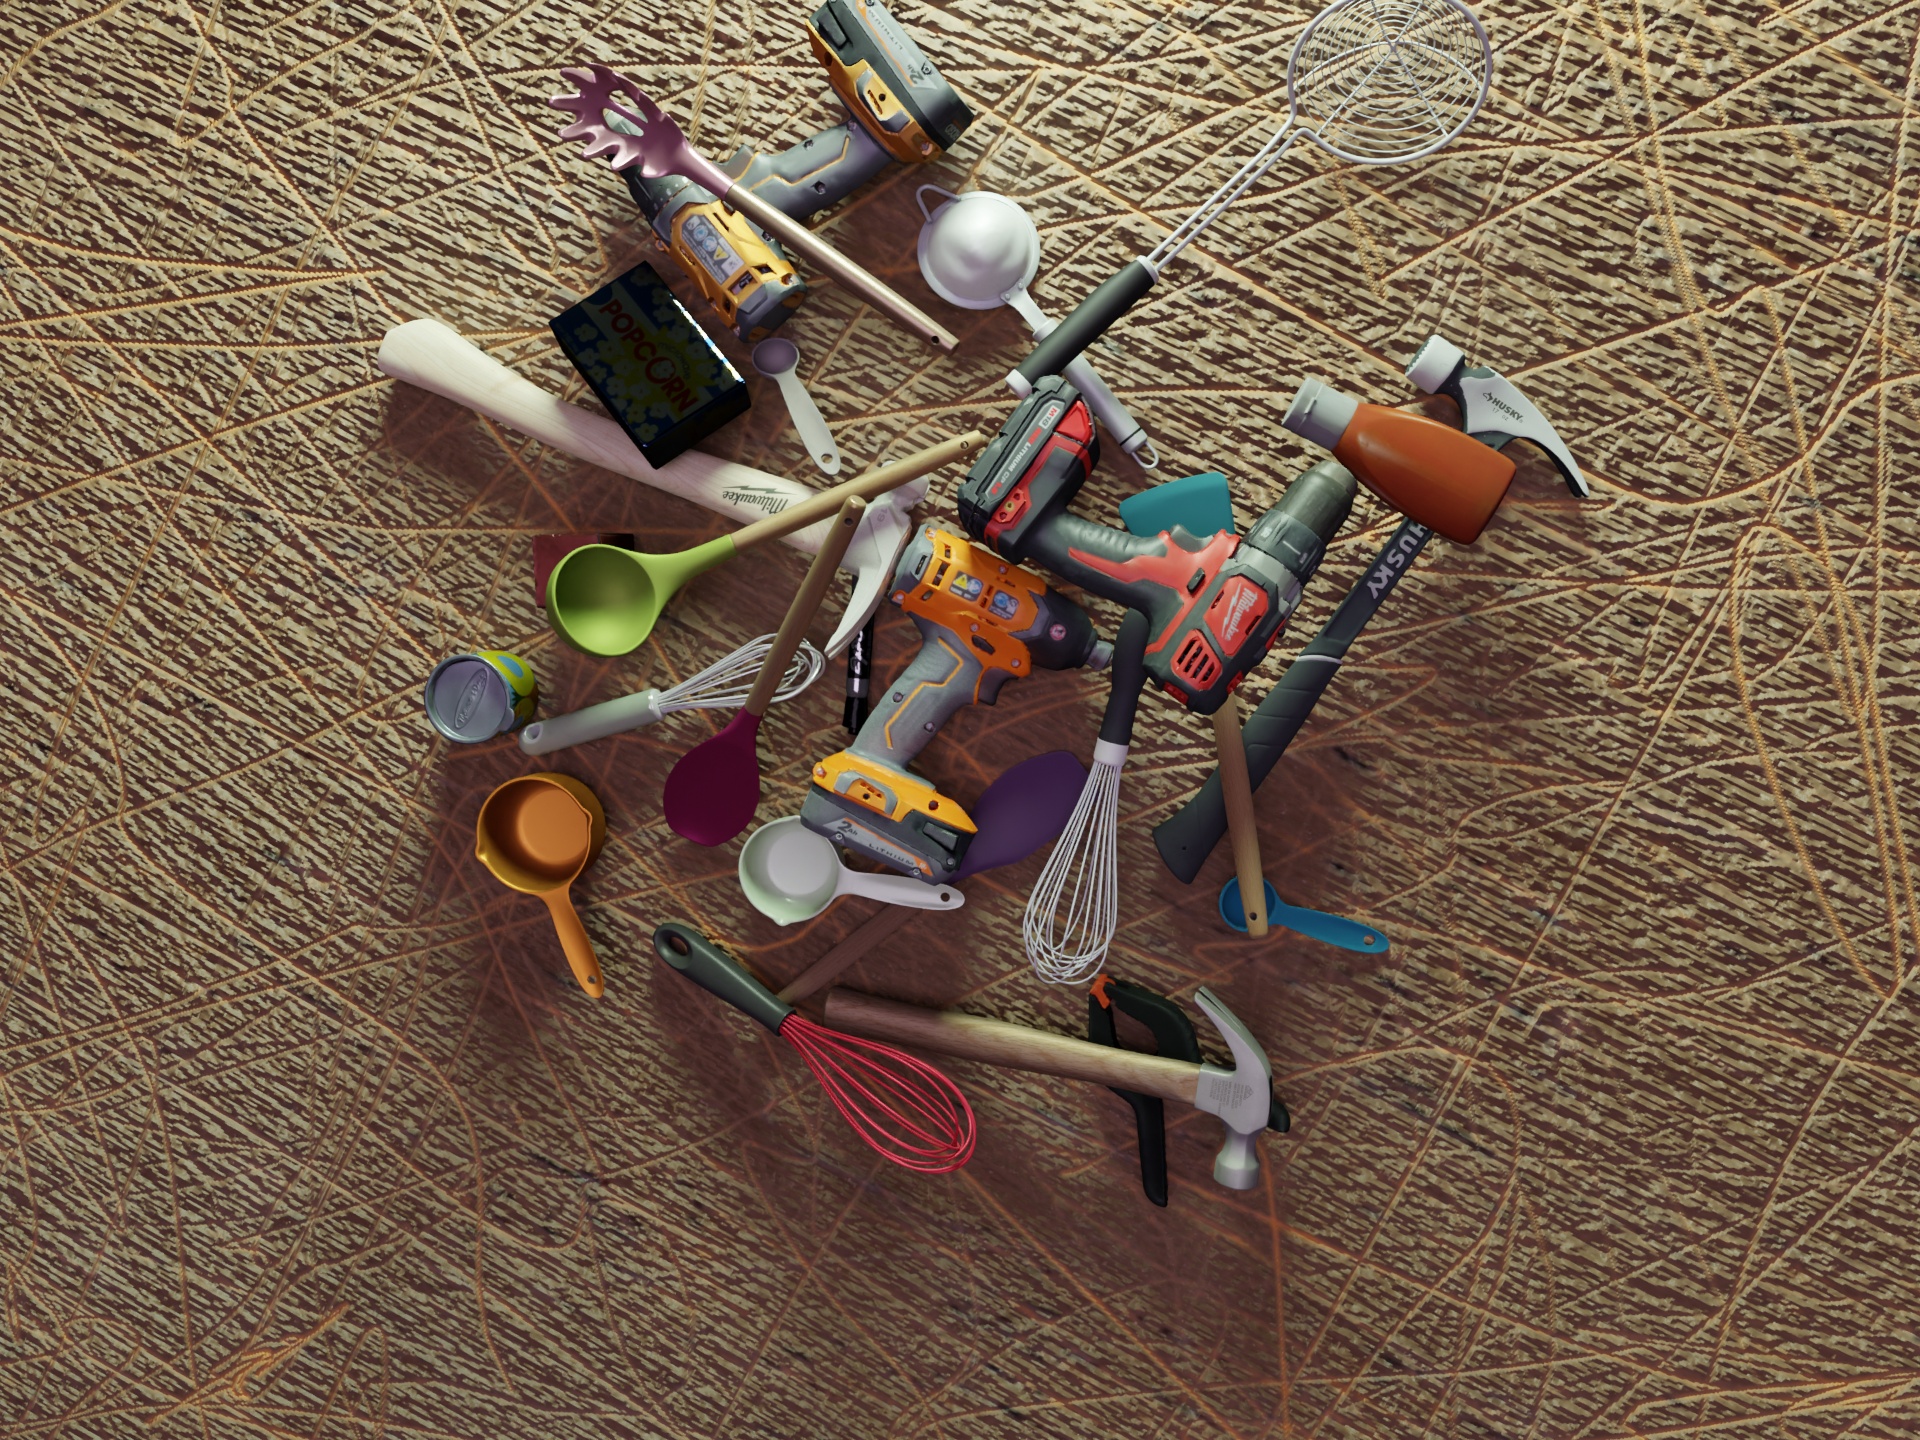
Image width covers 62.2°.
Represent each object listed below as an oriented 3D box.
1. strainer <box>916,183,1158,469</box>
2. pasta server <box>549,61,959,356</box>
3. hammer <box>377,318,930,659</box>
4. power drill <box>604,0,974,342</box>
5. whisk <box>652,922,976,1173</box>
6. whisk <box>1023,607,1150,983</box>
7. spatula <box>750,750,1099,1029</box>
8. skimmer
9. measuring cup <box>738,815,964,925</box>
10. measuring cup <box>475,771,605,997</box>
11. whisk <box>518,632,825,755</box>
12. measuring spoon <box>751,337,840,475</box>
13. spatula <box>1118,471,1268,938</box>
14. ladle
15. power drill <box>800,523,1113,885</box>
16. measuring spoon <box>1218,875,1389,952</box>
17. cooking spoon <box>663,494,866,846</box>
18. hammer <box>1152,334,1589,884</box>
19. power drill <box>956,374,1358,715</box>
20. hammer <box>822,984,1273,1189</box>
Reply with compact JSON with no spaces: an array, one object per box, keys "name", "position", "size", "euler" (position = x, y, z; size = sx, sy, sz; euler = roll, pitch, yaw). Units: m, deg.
[{"name":"strainer","position":[0.056,-0.279,1.110],"size":[0.087,0.050,0.258],"euler":[-40,94,-5]},{"name":"pasta server","position":[-0.134,-0.335,1.058],"size":[0.316,0.040,0.060],"euler":[36,121,3]},{"name":"hammer","position":[-0.236,-0.183,1.145],"size":[0.410,0.038,0.146],"euler":[23,83,7]},{"name":"power drill","position":[-0.128,-0.403,1.101],"size":[0.226,0.084,0.185],"euler":[-40,90,14]},{"name":"whisk","position":[-0.112,0.230,1.151],"size":[0.296,0.073,0.073],"euler":[31,99,21]},{"name":"whisk","position":[0.099,0.053,1.121],"size":[0.070,0.070,0.284],"euler":[14,100,6]},{"name":"spatula","position":[-0.034,0.130,1.175],"size":[0.316,0.018,0.060],"euler":[-39,84,8]},{"name":"skimmer","position":[0.181,-0.332,1.046],"size":[0.363,0.090,0.127],"euler":[-42,126,4]},{"name":"measuring cup","position":[-0.078,0.115,1.169],"size":[0.167,0.038,0.083],"euler":[9,97,5]},{"name":"measuring cup","position":[-0.295,0.121,1.191],"size":[0.095,0.052,0.173],"euler":[-19,95,9]},{"name":"whisk","position":[-0.215,-0.014,1.172],"size":[0.246,0.059,0.058],"euler":[-15,57,12]},{"name":"measuring spoon","position":[-0.114,-0.220,1.128],"size":[0.034,0.018,0.124],"euler":[-22,69,-12]},{"name":"spatula","position":[0.175,-0.009,1.093],"size":[0.082,0.044,0.318],"euler":[-14,76,29]},{"name":"ladle","position":[-0.130,-0.130,1.085],"size":[0.320,0.062,0.078],"euler":[-24,100,-2]},{"name":"power drill","position":[-0.002,-0.004,1.119],"size":[0.164,0.084,0.226],"euler":[25,92,-4]},{"name":"measuring spoon","position":[0.246,0.142,1.145],"size":[0.128,0.021,0.042],"euler":[18,97,-4]},{"name":"cooking spoon","position":[-0.135,-0.027,1.115],"size":[0.068,0.017,0.318],"euler":[26,123,-7]},{"name":"hammer","position":[0.267,-0.056,1.109],"size":[0.149,0.036,0.409],"euler":[35,100,1]},{"name":"power drill","position":[0.132,-0.136,1.058],"size":[0.227,0.080,0.188],"euler":[36,88,11]},{"name":"hammer","position":[0.058,0.236,1.142],"size":[0.331,0.031,0.130],"euler":[9,97,16]}]
